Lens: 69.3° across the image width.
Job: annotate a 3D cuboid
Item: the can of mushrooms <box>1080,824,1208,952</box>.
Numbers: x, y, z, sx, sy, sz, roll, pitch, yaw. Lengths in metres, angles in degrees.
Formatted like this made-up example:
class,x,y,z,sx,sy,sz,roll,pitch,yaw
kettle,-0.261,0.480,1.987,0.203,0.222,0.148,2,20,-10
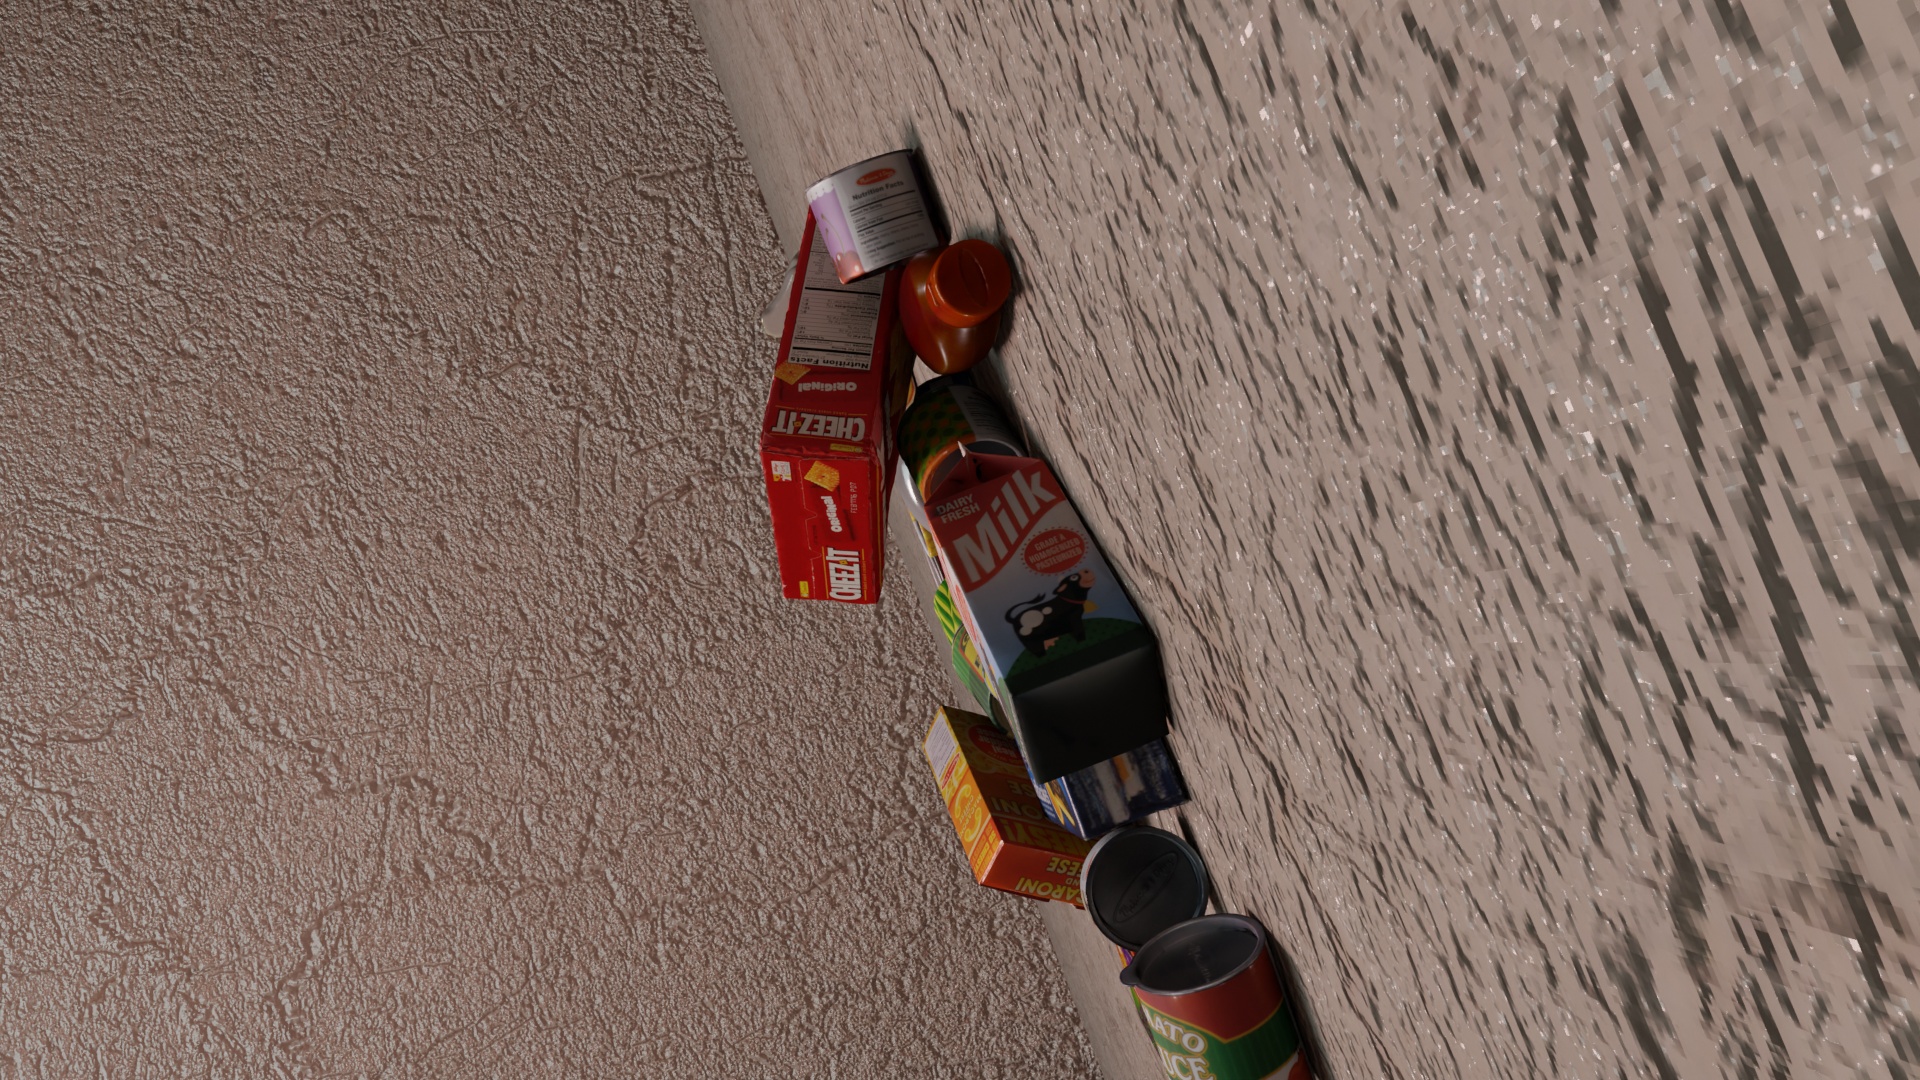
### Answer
class,x,y,z,sx,sy,sz,roll,pitch,yaw
can of mushrooms,0.101,0.190,0.753,0.033,0.071,0.071,104,145,-81

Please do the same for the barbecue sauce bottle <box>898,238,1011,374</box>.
class,x,y,z,sx,sy,sz,roll,pitch,yaw
barbecue sauce bottle,-0.003,-0.122,0.707,0.148,0.044,0.065,-167,56,-83

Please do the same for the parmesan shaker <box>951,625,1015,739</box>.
class,x,y,z,sx,sy,sz,roll,pitch,yaw
parmesan shaker,0.040,0.096,1.015,0.103,0.071,0.071,-137,27,-71

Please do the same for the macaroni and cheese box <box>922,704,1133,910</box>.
class,x,y,z,sx,sy,sz,roll,pitch,yaw
macaroni and cheese box,0.053,0.185,0.955,0.040,0.124,0.167,-66,22,17

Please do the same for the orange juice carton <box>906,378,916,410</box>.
class,x,y,z,sx,sy,sz,roll,pitch,yaw
orange juice carton,-0.098,-0.197,1.254,0.072,0.073,0.191,-117,8,-48

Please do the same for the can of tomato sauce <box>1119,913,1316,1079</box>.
class,x,y,z,sx,sy,sz,roll,pitch,yaw
can of tomato sauce,0.122,0.230,0.652,0.071,0.071,0.083,-141,30,-80

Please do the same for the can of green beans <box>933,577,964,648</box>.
class,x,y,z,sx,sy,sz,roll,pitch,yaw
can of green beans,0.017,0.060,1.108,0.058,0.071,0.071,-116,7,-50

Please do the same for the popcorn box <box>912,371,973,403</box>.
class,x,y,z,sx,sy,sz,roll,pitch,yaw
popcorn box,0.007,-0.046,0.939,0.085,0.038,0.126,143,106,-85

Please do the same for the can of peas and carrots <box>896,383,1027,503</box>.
class,x,y,z,sx,sy,sz,roll,pitch,yaw
can of peas and carrots,0.000,-0.048,0.823,0.059,0.071,0.070,-118,8,-49

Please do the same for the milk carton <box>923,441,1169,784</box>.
class,x,y,z,sx,sy,sz,roll,pitch,yaw
milk carton,0.035,0.026,0.726,0.191,0.073,0.072,-116,7,-48

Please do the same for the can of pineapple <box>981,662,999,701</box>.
class,x,y,z,sx,sy,sz,roll,pitch,yaw
can of pineapple,0.045,0.070,0.832,0.058,0.071,0.071,116,133,-82

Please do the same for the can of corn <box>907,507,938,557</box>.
class,x,y,z,sx,sy,sz,roll,pitch,yaw
can of corn,-0.009,-0.029,1.070,0.071,0.058,0.071,162,87,-85

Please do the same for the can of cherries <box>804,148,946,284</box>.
class,x,y,z,sx,sy,sz,roll,pitch,yaw
can of cherries,-0.048,-0.185,0.798,0.071,0.071,0.058,-145,33,-81

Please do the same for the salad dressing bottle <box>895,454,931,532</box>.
class,x,y,z,sx,sy,sz,roll,pitch,yaw
salad dressing bottle,0.004,-0.013,1.015,0.147,0.064,0.044,62,155,-10

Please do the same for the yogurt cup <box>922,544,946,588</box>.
class,x,y,z,sx,sy,sz,roll,pitch,yaw
yogurt cup,0.004,0.021,1.159,0.072,0.054,0.072,162,87,-85

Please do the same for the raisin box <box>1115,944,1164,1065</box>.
class,x,y,z,sx,sy,sz,roll,pitch,yaw
raisin box,0.139,0.306,0.969,0.086,0.040,0.123,-120,11,-67
